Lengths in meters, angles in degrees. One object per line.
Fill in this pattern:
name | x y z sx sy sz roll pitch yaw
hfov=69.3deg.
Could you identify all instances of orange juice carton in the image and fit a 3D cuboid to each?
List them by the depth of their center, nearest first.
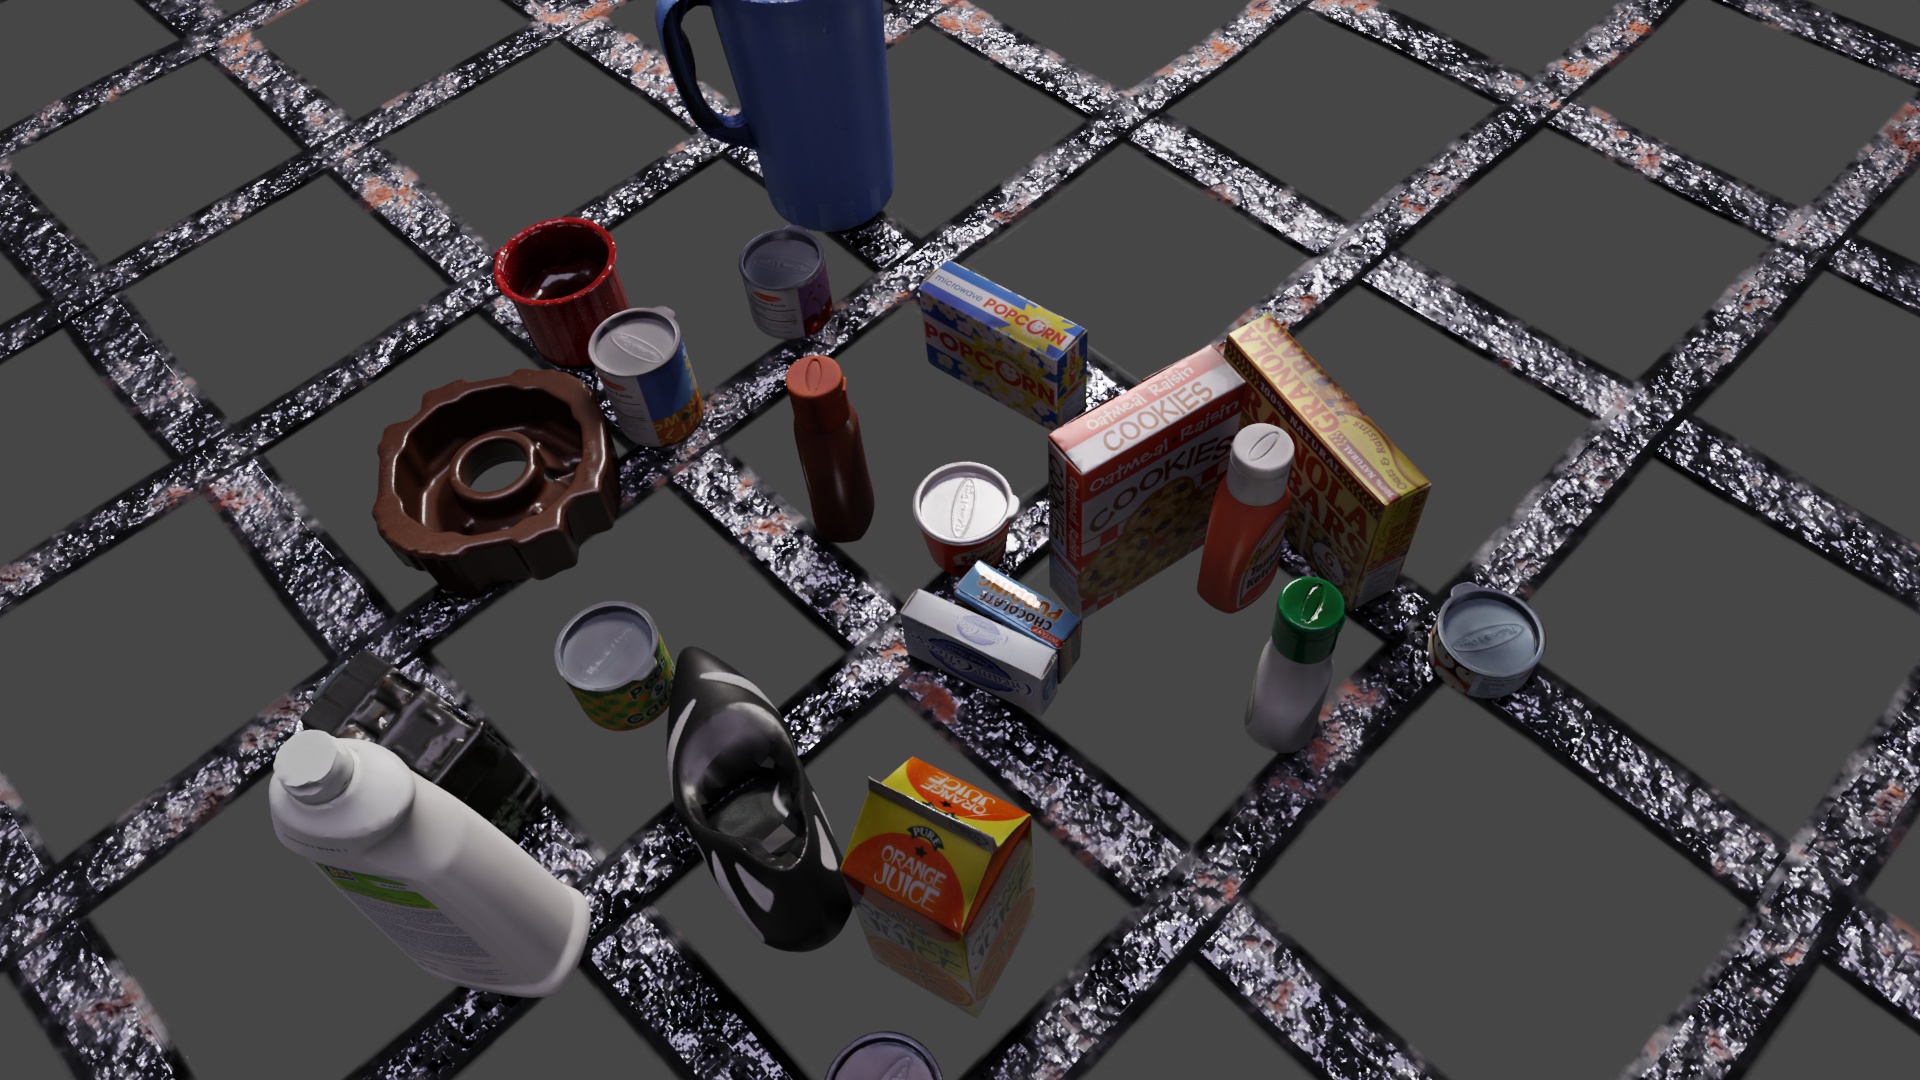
orange juice carton | -0.009 0.180 0.737 0.072 0.191 0.073 24 61 19

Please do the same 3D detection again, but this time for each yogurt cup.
yogurt cup | 0.003 -0.012 0.951 0.072 0.053 0.073 -2 56 3

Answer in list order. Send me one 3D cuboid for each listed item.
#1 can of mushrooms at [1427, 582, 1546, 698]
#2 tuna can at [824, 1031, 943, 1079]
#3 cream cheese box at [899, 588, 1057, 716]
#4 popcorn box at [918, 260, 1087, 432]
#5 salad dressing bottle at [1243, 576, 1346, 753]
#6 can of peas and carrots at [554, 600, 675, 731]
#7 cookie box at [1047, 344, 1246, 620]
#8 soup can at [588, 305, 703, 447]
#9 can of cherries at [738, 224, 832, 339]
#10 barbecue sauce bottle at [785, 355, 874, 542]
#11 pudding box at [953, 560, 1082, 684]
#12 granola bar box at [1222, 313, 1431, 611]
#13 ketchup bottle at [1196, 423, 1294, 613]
can of mushrooms | 0.335 0.064 0.888 0.071 0.033 0.071 -2 56 3
tuna can | -0.038 0.304 0.750 0.071 0.032 0.071 -2 56 3
cream cheese box | 0.013 0.072 0.893 0.104 0.053 0.024 24 61 19
popcorn box | 0.031 -0.142 1.020 0.127 0.084 0.038 31 63 23
salad dressing bottle | 0.198 0.075 0.822 0.044 0.147 0.064 22 60 18
can of peas and carrots | -0.220 0.083 0.899 0.071 0.058 0.071 -2 56 3
cookie box | 0.115 -0.034 0.890 0.123 0.166 0.040 -30 59 -16
soup can | -0.228 -0.121 1.025 0.071 0.083 0.072 -2 56 3
can of cherries | -0.134 -0.202 1.089 0.071 0.058 0.072 -2 56 3
barbecue sauce bottle | -0.087 -0.063 0.936 0.044 0.147 0.065 -1 56 4
pudding box | 0.037 0.053 0.907 0.084 0.049 0.030 29 63 22
granola bar box | 0.231 -0.051 0.920 0.039 0.123 0.166 -26 58 -13
ketchup bottle | 0.183 -0.015 0.884 0.043 0.148 0.065 35 65 24
